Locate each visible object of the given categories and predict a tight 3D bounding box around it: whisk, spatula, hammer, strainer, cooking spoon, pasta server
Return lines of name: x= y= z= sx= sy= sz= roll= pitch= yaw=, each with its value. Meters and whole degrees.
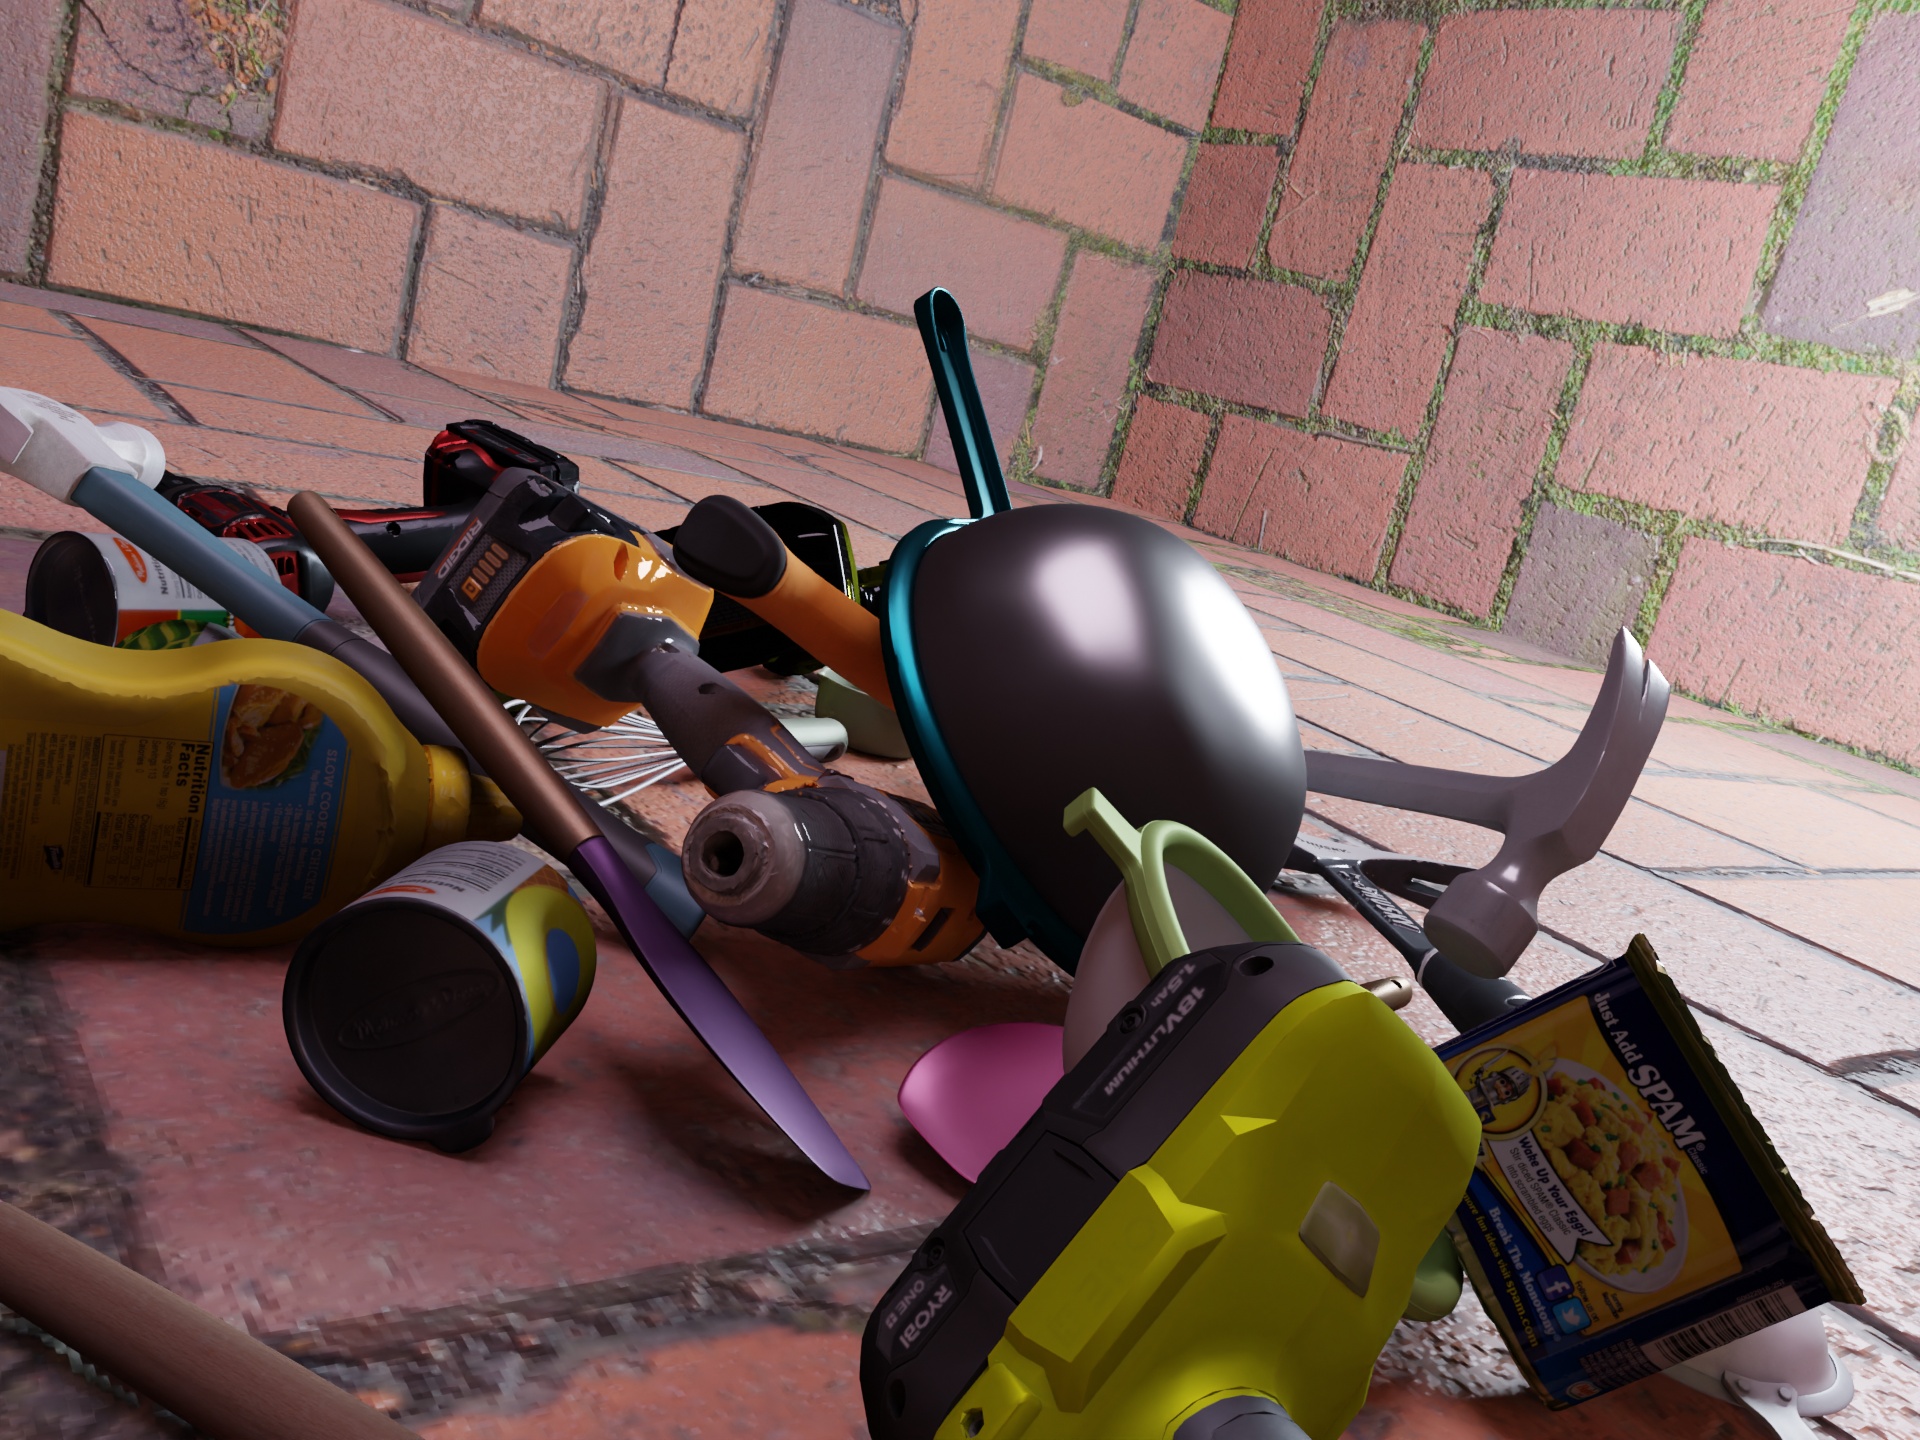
whisk: x=-0.128 y=0.013 z=0.759 sx=0.059 sy=0.058 sz=0.246 roll=57 pitch=26 yaw=17
spatula: x=-0.131 y=0.023 z=0.493 sx=0.316 sy=0.018 sz=0.059 roll=45 pitch=-4 yaw=25
hammer: x=-0.001 y=-0.002 z=0.675 sx=0.127 sy=0.034 sz=0.336 roll=32 pitch=-3 yaw=43
strainer: x=0.218 y=0.187 z=0.401 sx=0.087 sy=0.050 sz=0.258 roll=12 pitch=16 yaw=-4
strainer: x=0.055 y=-0.061 z=0.640 sx=0.210 sy=0.095 sz=0.341 roll=22 pitch=46 yaw=-51
strainer: x=0.095 y=0.120 z=0.492 sx=0.256 sy=0.069 sz=0.152 roll=29 pitch=30 yaw=-58
hammer: x=0.148 y=0.016 z=0.745 sx=0.035 sy=0.144 sz=0.406 roll=45 pitch=-13 yaw=-20
cooking spoon: x=0.093 y=0.122 z=0.581 sx=0.318 sy=0.017 sz=0.069 roll=-1 pitch=34 yaw=-50
pasta server: x=-0.175 y=0.107 z=0.312 sx=0.316 sy=0.040 sz=0.060 roll=20 pitch=26 yaw=18
hammer: x=0.200 y=0.101 z=0.662 sx=0.149 sy=0.036 sz=0.409 roll=13 pitch=8 yaw=-3
hammer: x=-0.225 y=-0.021 z=0.585 sx=0.331 sy=0.033 sz=0.128 roll=35 pitch=3 yaw=5

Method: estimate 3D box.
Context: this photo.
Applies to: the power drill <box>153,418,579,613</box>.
power drill: x=-0.353 y=-0.116 z=0.908 sx=0.188 sy=0.080 sz=0.226 roll=27 pitch=31 yaw=35

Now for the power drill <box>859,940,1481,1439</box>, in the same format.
power drill: x=0.096 y=0.122 z=0.241 sx=0.080 sy=0.190 sz=0.229 roll=47 pitch=-10 yaw=-30

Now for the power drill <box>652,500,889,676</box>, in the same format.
power drill: x=-0.079 y=-0.070 z=0.927 sx=0.171 sy=0.080 sz=0.223 roll=-11 pitch=-4 yaw=23

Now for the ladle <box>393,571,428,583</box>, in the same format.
ladle: x=-0.246 y=-0.097 z=1.029 sx=0.315 sy=0.031 sz=0.069 roll=3 pitch=20 yaw=-11

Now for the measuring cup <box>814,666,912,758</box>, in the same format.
measuring cup: x=-0.034 y=0.010 z=0.878 sx=0.083 sy=0.038 sz=0.168 roll=9 pitch=16 yaw=-21

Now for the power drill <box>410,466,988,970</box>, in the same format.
power drill: x=-0.097 y=0.004 z=0.569 sx=0.226 sy=0.084 sz=0.185 roll=40 pitch=5 yaw=19

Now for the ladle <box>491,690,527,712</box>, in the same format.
ladle: x=-0.195 y=-0.039 z=0.927 sx=0.078 sy=0.062 sz=0.320 roll=21 pitch=7 yaw=16
